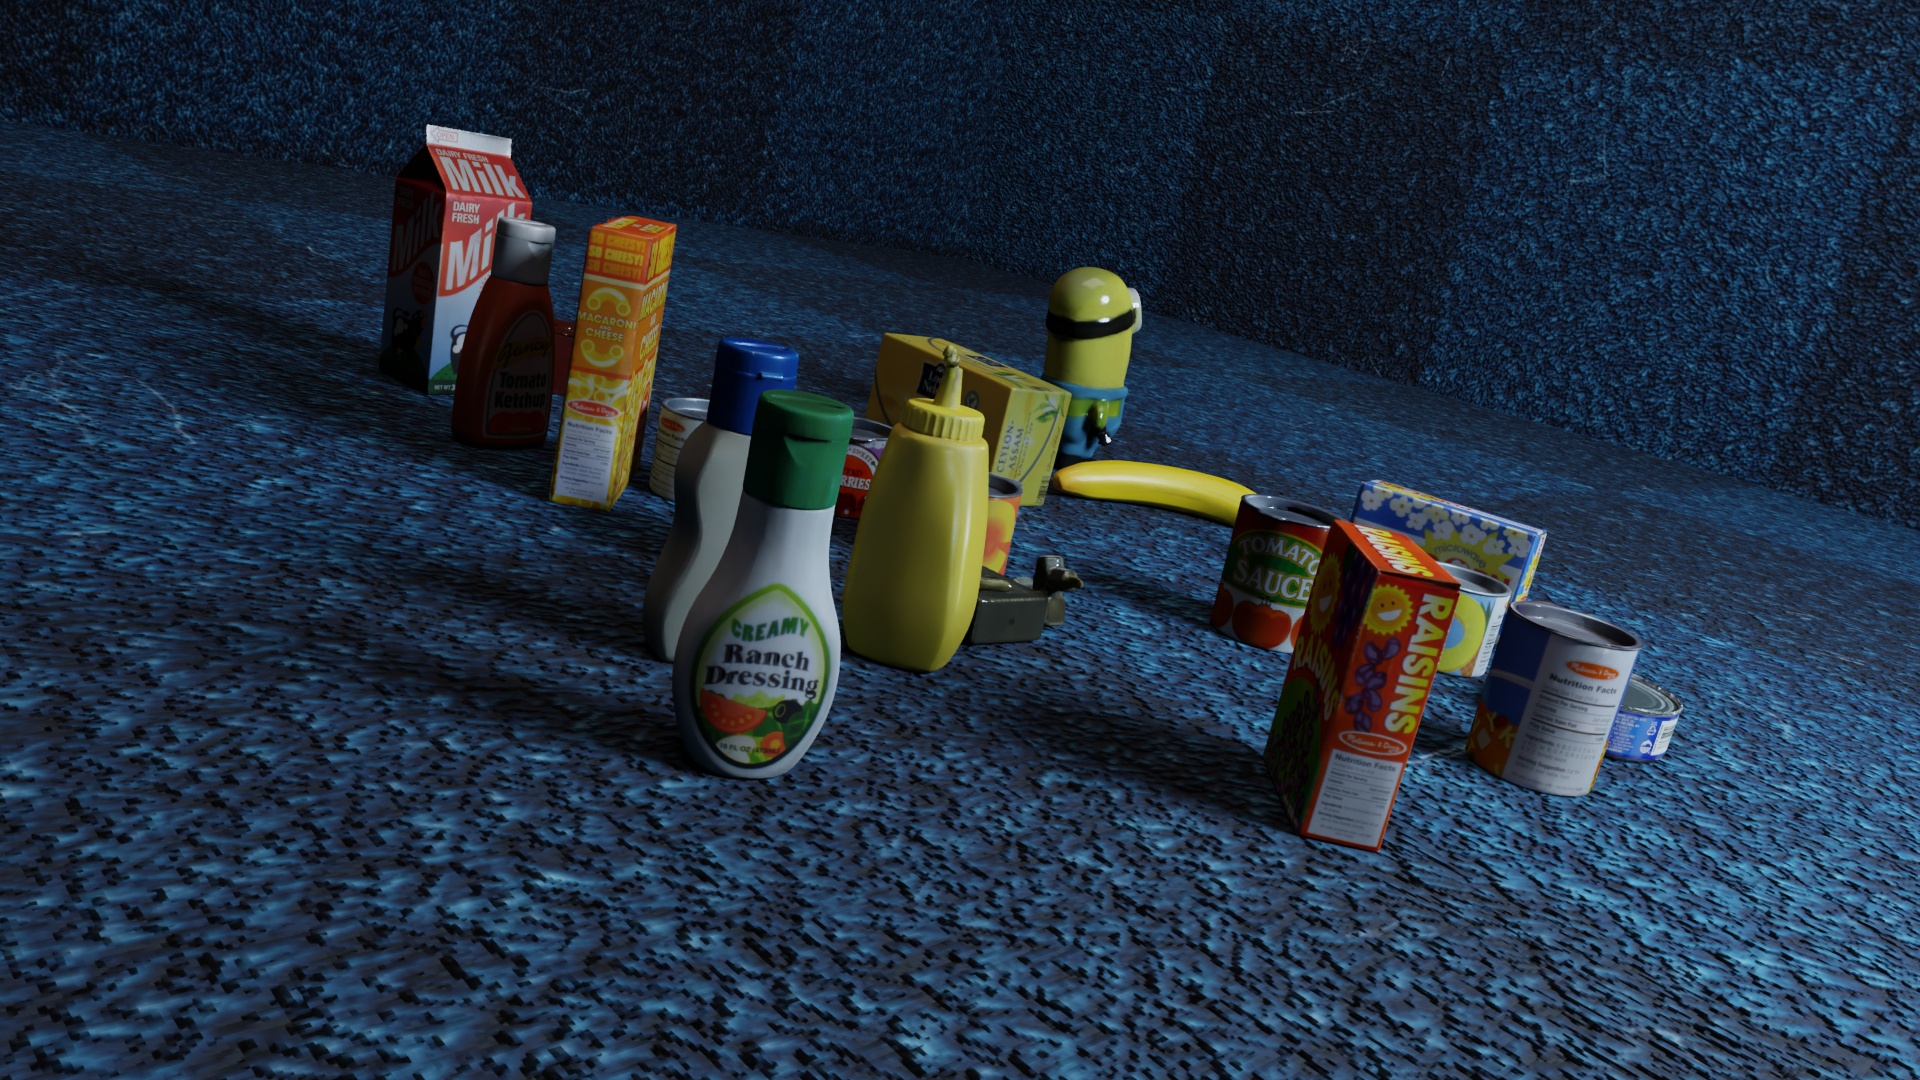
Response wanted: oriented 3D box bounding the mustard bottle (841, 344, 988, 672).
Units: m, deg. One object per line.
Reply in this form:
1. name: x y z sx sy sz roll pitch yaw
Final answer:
1. mustard bottle: -0.015 -0.017 0.683 0.065 0.159 0.049 16 15 13

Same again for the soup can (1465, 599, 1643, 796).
1. soup can: 0.308 0.081 0.727 0.071 0.083 0.071 11 15 -3

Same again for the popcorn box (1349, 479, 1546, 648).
1. popcorn box: 0.340 0.015 0.990 0.127 0.085 0.038 21 17 31

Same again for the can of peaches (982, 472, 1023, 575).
1. can of peaches: 0.003 -0.011 0.871 0.071 0.058 0.071 11 15 -3

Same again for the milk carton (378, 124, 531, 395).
1. milk carton: -0.378 -0.210 1.043 0.073 0.190 0.072 23 18 35

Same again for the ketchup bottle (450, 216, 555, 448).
1. ketchup bottle: -0.297 -0.137 0.920 0.043 0.148 0.065 22 17 33

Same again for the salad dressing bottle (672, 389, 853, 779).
1. salad dressing bottle: -0.073 0.017 0.537 0.064 0.147 0.044 8 15 -16

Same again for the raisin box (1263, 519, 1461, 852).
1. raisin box: 0.176 0.062 0.617 0.040 0.123 0.086 12 15 0

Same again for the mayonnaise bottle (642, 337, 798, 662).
1. mayonnaise bottle: -0.104 -0.017 0.636 0.065 0.147 0.041 3 17 -32

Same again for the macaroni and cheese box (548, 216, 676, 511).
1. macaroni and cheese box: -0.216 -0.115 0.869 0.040 0.166 0.124 10 15 -7

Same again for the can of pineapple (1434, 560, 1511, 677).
1. can of pineapple: 0.311 0.049 0.896 0.071 0.057 0.071 11 15 -3

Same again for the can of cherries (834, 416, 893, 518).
1. can of cherries: -0.078 -0.051 0.952 0.071 0.058 0.072 11 15 -3

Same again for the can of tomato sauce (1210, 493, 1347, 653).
1. can of tomato sauce: 0.196 0.020 0.861 0.071 0.082 0.071 11 15 -3

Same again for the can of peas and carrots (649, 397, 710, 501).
1. can of peas and carrots: -0.165 -0.058 0.909 0.071 0.058 0.071 11 15 -3
